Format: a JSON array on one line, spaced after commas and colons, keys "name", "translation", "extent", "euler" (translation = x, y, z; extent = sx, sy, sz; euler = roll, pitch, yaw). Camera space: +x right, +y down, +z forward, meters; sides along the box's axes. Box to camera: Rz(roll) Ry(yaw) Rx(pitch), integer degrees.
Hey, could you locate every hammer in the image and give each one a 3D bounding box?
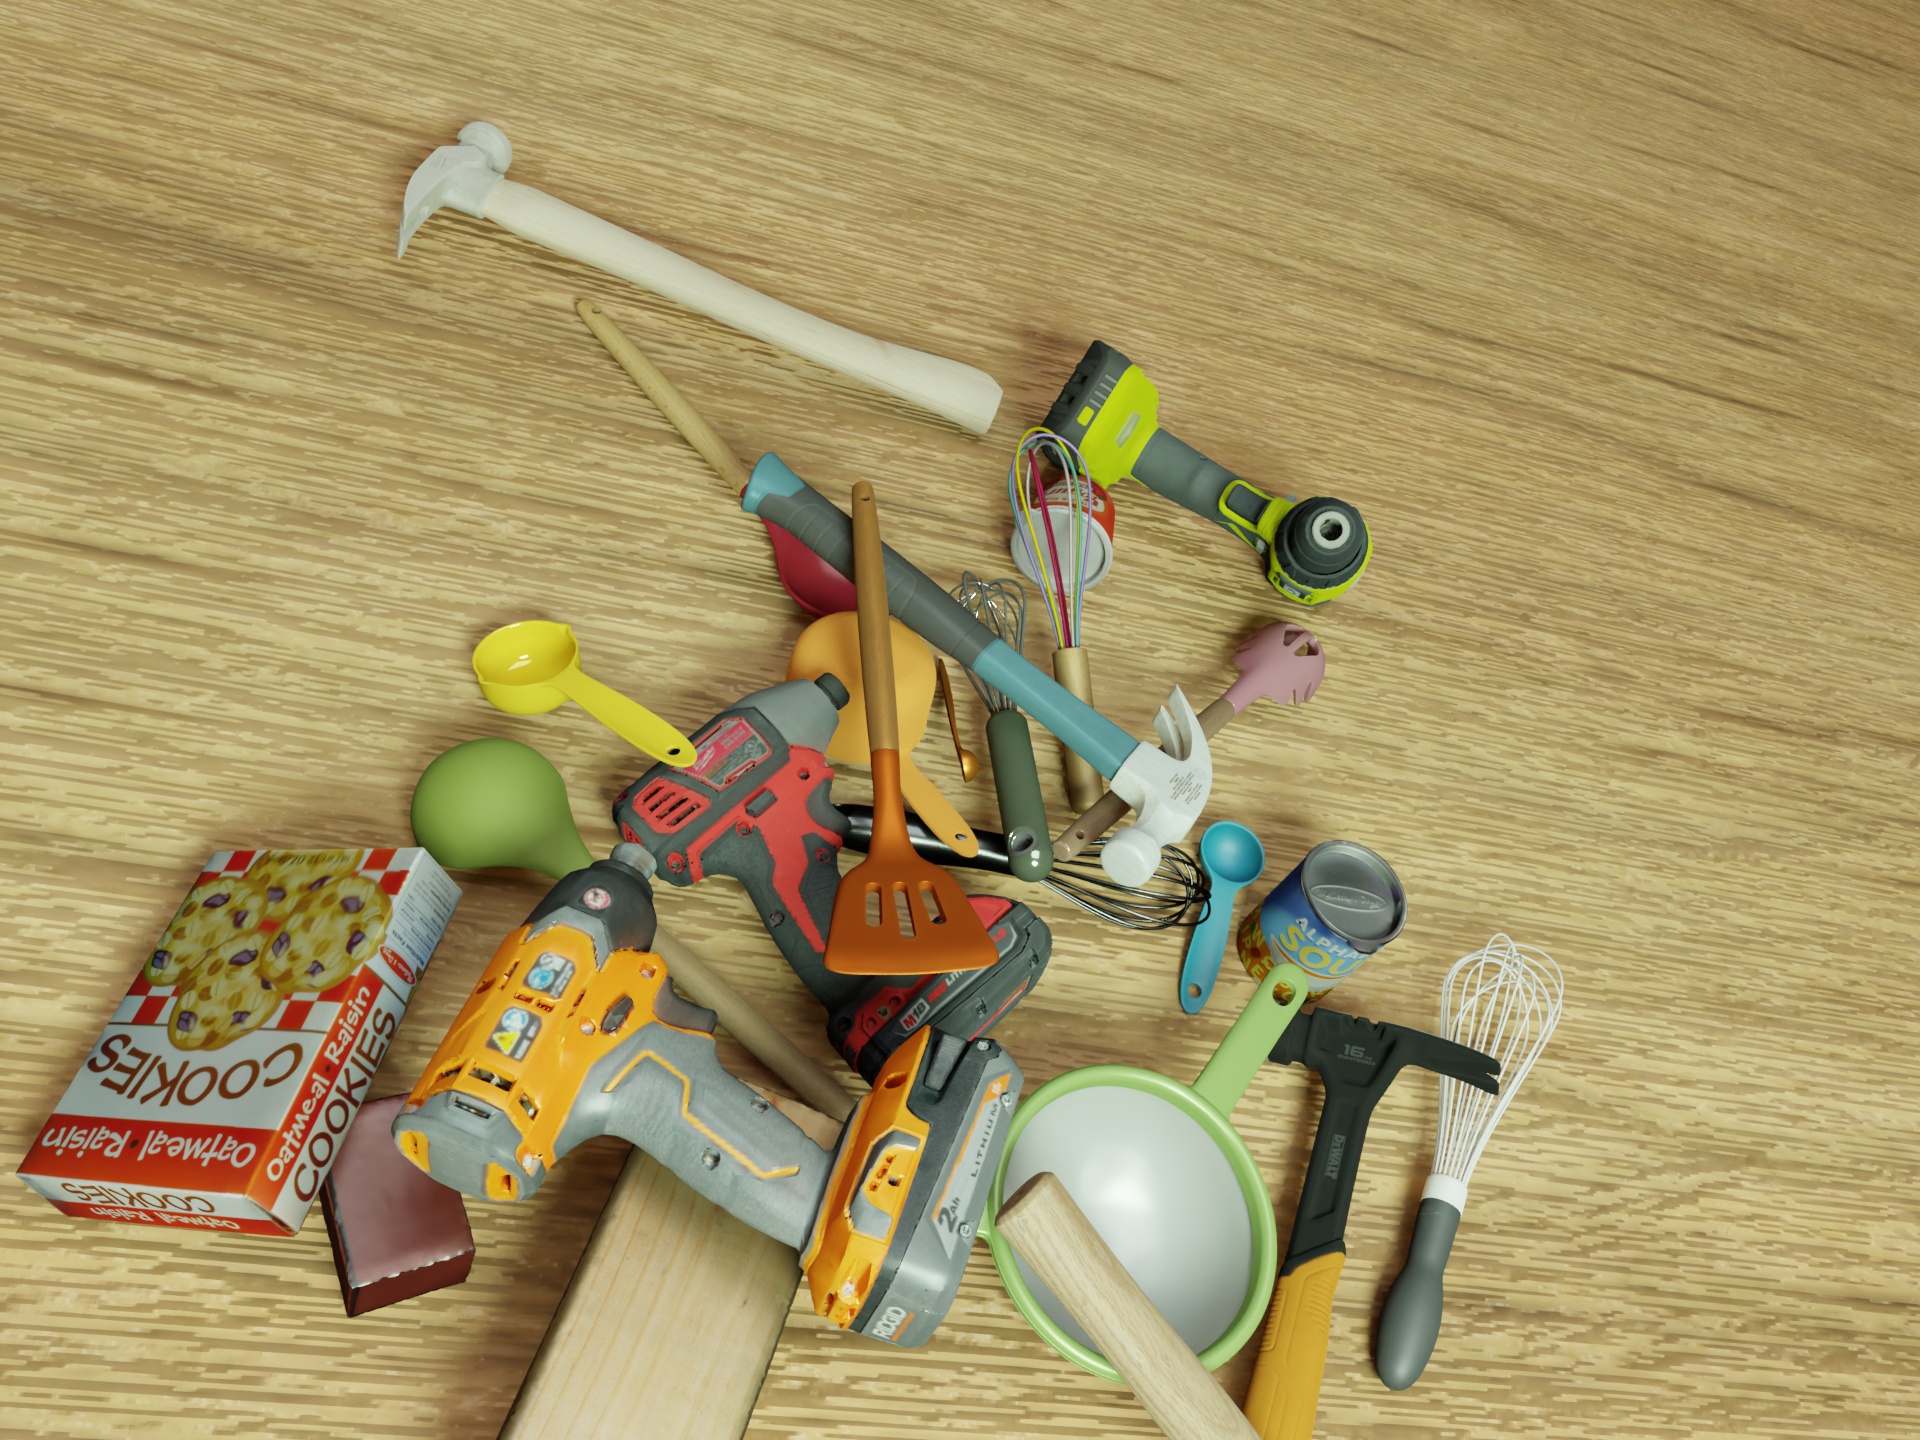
[{"name": "hammer", "translation": [0.129, 0.339, 0.698], "extent": [0.130, 0.031, 0.331], "euler": [-38, 88, -31]}, {"name": "hammer", "translation": [0.003, -0.046, 0.908], "extent": [0.331, 0.033, 0.128], "euler": [38, 45, 10]}, {"name": "hammer", "translation": [0.178, 0.296, 0.793], "extent": [0.127, 0.034, 0.337], "euler": [10, 51, 22]}, {"name": "hammer", "translation": [-0.167, -0.282, 1.077], "extent": [0.410, 0.038, 0.146], "euler": [21, 42, -9]}]

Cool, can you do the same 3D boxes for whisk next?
[{"name": "whisk", "translation": [0.031, 0.080, 0.905], "extent": [0.239, 0.055, 0.055], "euler": [12, 53, -9]}, {"name": "whisk", "translation": [0.026, -0.002, 0.936], "extent": [0.058, 0.059, 0.247], "euler": [-23, 44, 14]}, {"name": "whisk", "translation": [0.277, 0.237, 0.887], "extent": [0.070, 0.070, 0.285], "euler": [30, 56, 1]}, {"name": "whisk", "translation": [0.061, -0.064, 0.977], "extent": [0.051, 0.047, 0.245], "euler": [-10, 79, 19]}]

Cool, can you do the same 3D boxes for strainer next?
[{"name": "strainer", "translation": [0.103, 0.221, 0.812], "extent": [0.151, 0.069, 0.256], "euler": [40, 52, 6]}]

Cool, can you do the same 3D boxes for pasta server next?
[{"name": "pasta server", "translation": [0.146, 0.009, 0.982], "extent": [0.060, 0.040, 0.316], "euler": [44, 46, 11]}]

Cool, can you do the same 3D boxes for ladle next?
[{"name": "ladle", "translation": [-0.152, -0.166, 1.017], "extent": [0.069, 0.031, 0.316], "euler": [-27, 68, -40]}, {"name": "ladle", "translation": [-0.149, 0.125, 0.808], "extent": [0.320, 0.062, 0.078], "euler": [42, 57, 1]}]

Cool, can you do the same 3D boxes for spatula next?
[{"name": "spatula", "translation": [-0.039, -0.007, 0.819], "extent": [0.081, 0.041, 0.323], "euler": [-1, 55, -9]}]

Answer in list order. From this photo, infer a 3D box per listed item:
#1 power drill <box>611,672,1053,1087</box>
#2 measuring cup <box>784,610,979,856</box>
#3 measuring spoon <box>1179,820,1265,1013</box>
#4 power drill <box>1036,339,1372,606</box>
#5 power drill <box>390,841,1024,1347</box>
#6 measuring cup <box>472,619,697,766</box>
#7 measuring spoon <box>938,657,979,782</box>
[{"name": "power drill", "translation": [-0.062, 0.078, 0.830], "extent": [0.143, 0.078, 0.220], "euler": [-41, 74, -19]}, {"name": "measuring cup", "translation": [-0.035, 0.003, 0.902], "extent": [0.095, 0.052, 0.174], "euler": [-16, 49, -32]}, {"name": "measuring spoon", "translation": [0.148, 0.119, 0.945], "extent": [0.042, 0.021, 0.129], "euler": [24, 60, -4]}, {"name": "power drill", "translation": [0.168, -0.156, 1.051], "extent": [0.228, 0.190, 0.080], "euler": [33, 94, 8]}, {"name": "power drill", "translation": [-0.095, 0.147, 0.666], "extent": [0.226, 0.084, 0.164], "euler": [22, 50, 0]}, {"name": "measuring cup", "translation": [-0.198, -0.005, 0.852], "extent": [0.157, 0.029, 0.062], "euler": [30, 50, 26]}, {"name": "measuring spoon", "translation": [-0.001, -0.003, 0.944], "extent": [0.011, 0.021, 0.117], "euler": [-10, 36, -3]}]
